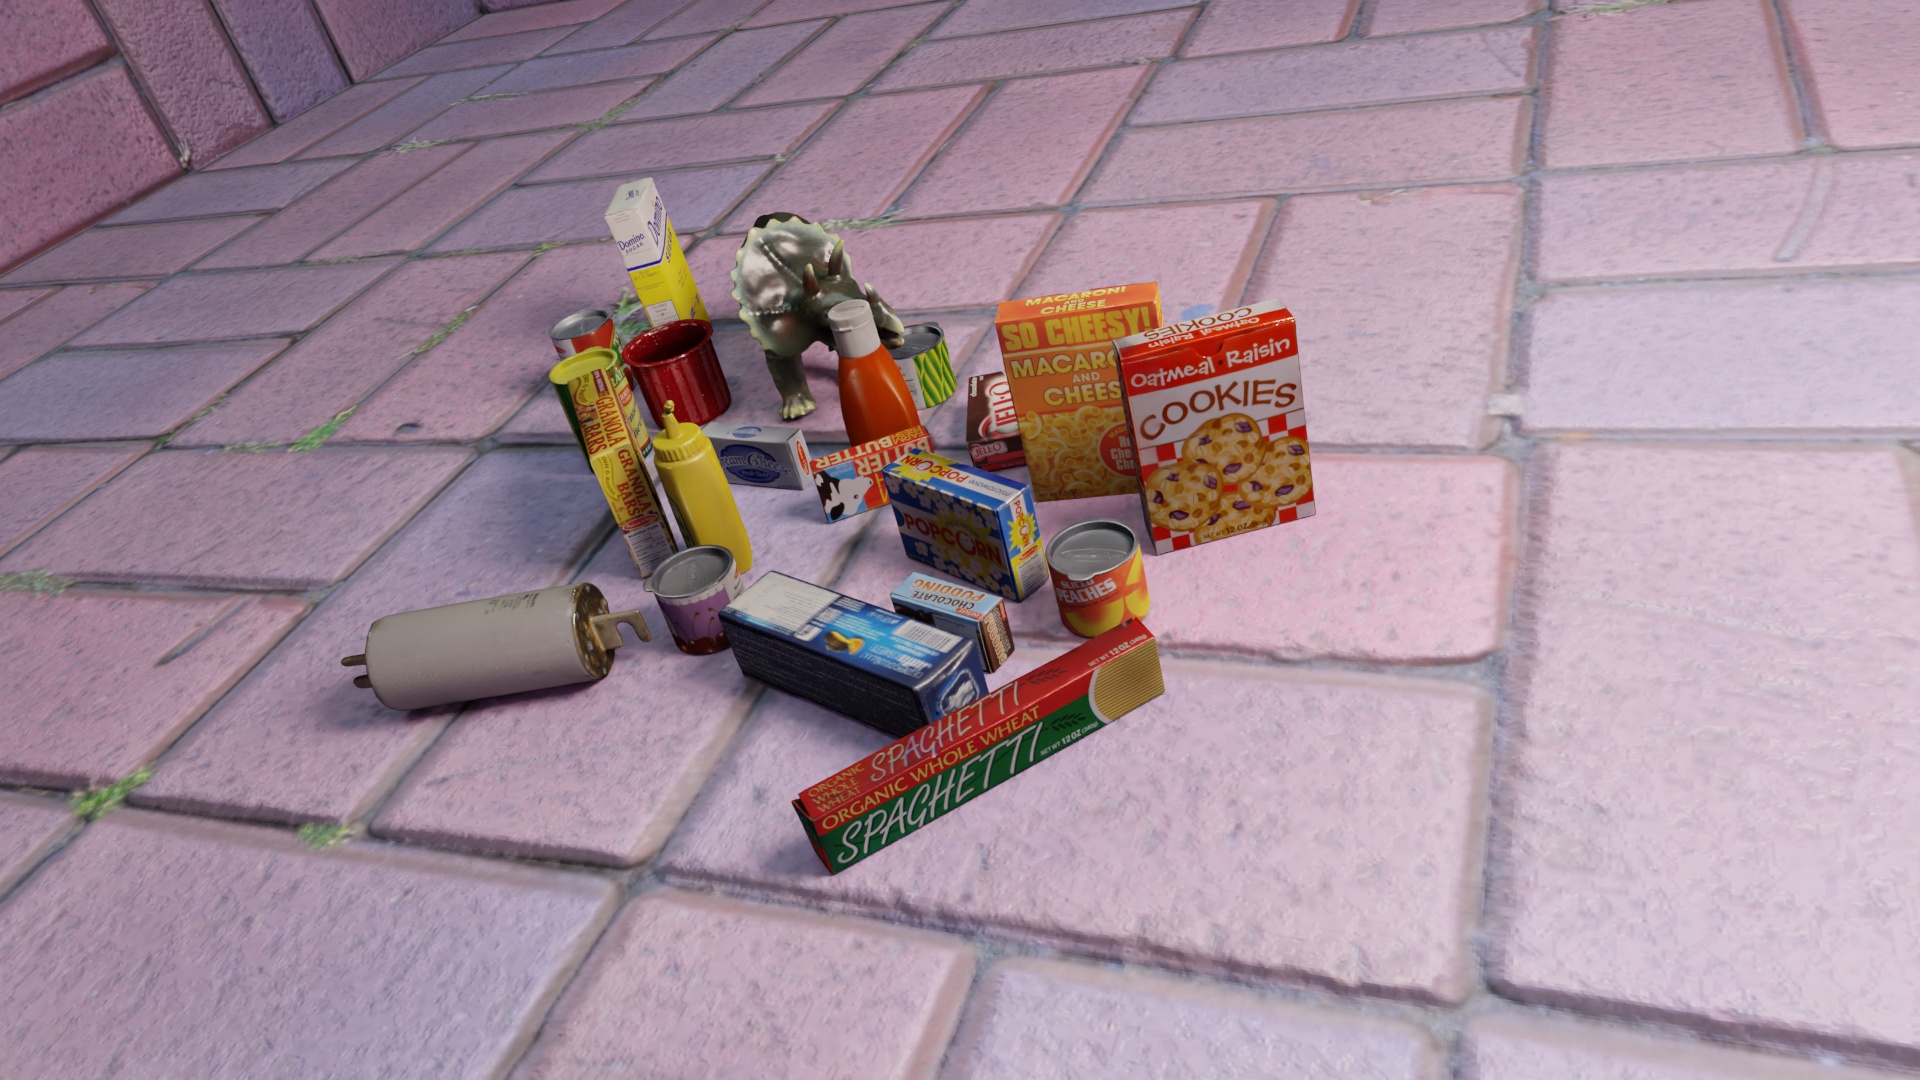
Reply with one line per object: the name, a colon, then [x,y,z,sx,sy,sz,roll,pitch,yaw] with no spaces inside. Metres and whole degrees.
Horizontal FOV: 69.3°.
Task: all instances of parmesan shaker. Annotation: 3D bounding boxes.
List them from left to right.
parmesan shaker: [-0.341,-0.124,1.329,0.071,0.102,0.072,-11,34,7]

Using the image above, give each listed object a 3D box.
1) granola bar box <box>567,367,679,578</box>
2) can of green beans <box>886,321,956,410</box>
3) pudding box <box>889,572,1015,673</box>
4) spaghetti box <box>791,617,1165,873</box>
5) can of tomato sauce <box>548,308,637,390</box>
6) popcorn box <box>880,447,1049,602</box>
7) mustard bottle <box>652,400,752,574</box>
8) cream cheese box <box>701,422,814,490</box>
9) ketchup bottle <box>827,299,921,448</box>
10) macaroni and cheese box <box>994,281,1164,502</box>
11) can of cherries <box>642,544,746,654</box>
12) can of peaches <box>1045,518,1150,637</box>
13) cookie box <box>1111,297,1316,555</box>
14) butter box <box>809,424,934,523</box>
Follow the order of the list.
granola bar box: [-0.290,-0.061,1.198,0.039,0.123,0.166,-22,34,-10]
can of green beans: [-0.041,-0.163,1.307,0.071,0.057,0.071,-11,34,7]
pudding box: [-0.006,0.057,0.981,0.084,0.049,0.030,14,44,37]
spaghetti box: [0.017,0.127,0.871,0.251,0.050,0.029,-26,35,-16]
can of tomato sauce: [-0.384,-0.193,1.464,0.071,0.082,0.071,-11,34,7]
popcorn box: [0.004,-0.013,1.047,0.127,0.084,0.038,21,48,42]
mustard bottle: [-0.211,-0.043,1.108,0.049,0.159,0.065,-26,35,-16]
cream cheese box: [-0.182,-0.076,1.240,0.104,0.053,0.024,7,39,29]
ketchup bottle: [-0.077,-0.133,1.196,0.065,0.148,0.044,-5,35,16]
macaroni and cheese box: [0.104,-0.113,1.079,0.124,0.165,0.040,-5,35,15]
can of cherries: [-0.200,0.046,1.066,0.071,0.058,0.072,-11,34,7]
can of peaches: [0.096,0.028,0.975,0.071,0.057,0.071,-11,34,7]
cookie box: [0.184,-0.079,0.998,0.123,0.166,0.040,-14,33,2]
butter box: [-0.071,-0.056,1.168,0.103,0.053,0.024,-19,34,-5]
